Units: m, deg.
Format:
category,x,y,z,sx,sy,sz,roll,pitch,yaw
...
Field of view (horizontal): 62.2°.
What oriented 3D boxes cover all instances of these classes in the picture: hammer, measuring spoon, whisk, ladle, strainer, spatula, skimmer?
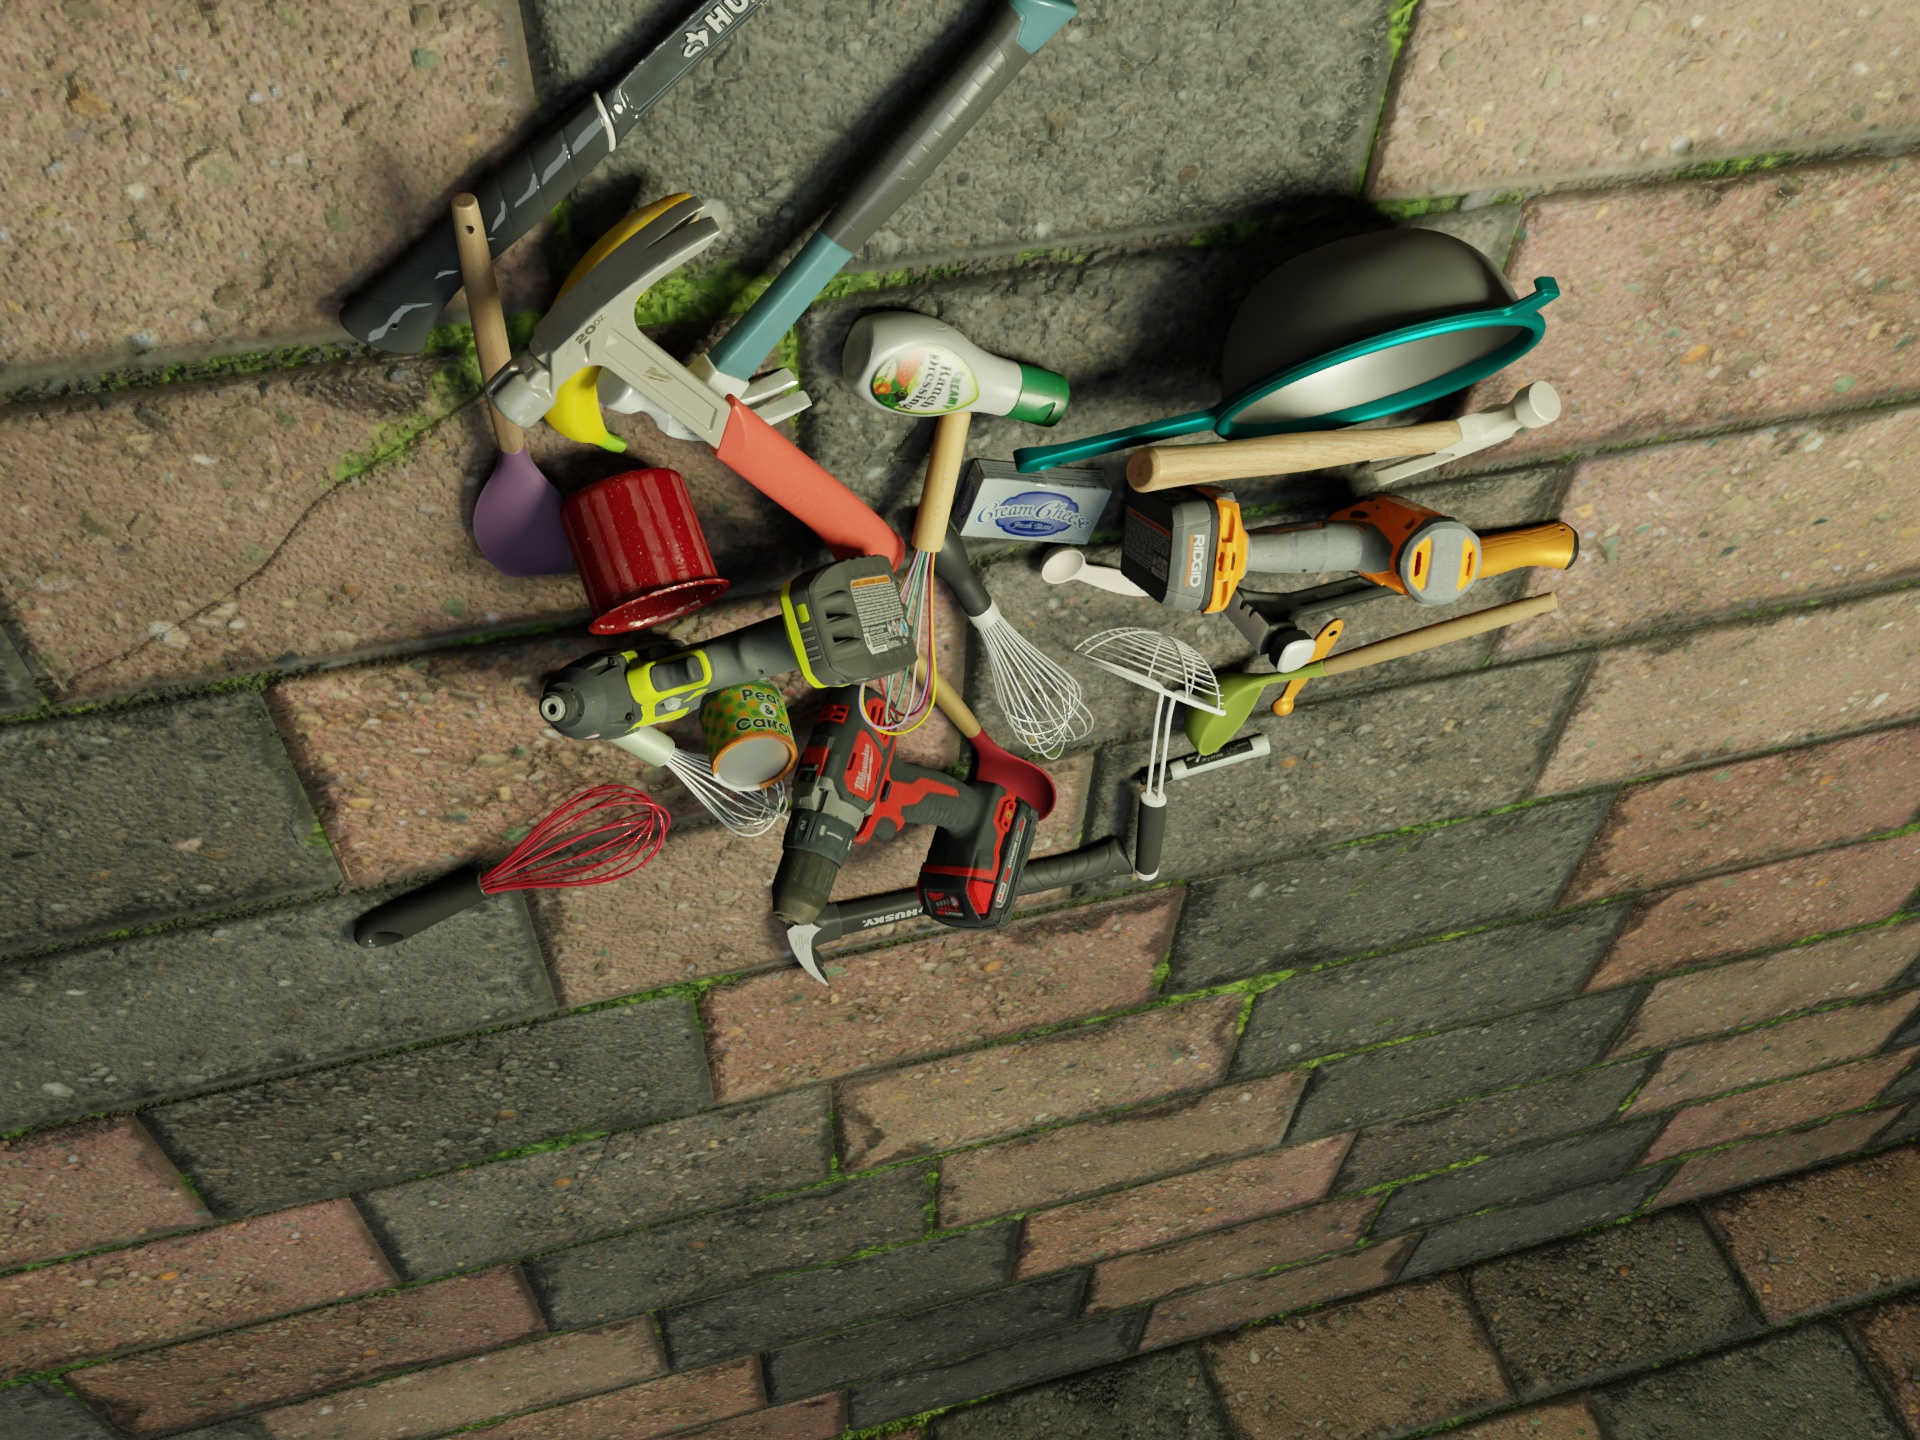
category,x,y,z,sx,sy,sz,roll,pitch,yaw
hammer,-0.116,-0.169,0.957,0.149,0.037,0.358,-38,154,10
measuring spoon,0.107,-0.114,1.214,0.124,0.018,0.034,9,134,-41
hammer,-0.173,-0.324,0.819,0.409,0.036,0.149,-34,139,18
whisk,-0.024,-0.099,1.098,0.051,0.047,0.244,-34,142,-59
whisk,0.030,-0.063,1.207,0.070,0.070,0.284,-27,137,8
hammer,-0.061,-0.283,0.899,0.331,0.033,0.128,-43,154,21
measuring spoon,0.303,-0.044,1.380,0.021,0.011,0.116,1,137,-25
hammer,0.251,-0.185,1.087,0.331,0.031,0.130,-11,175,-30
whisk,-0.359,0.122,1.259,0.296,0.073,0.073,-23,142,14
ladle,-0.002,-0.004,1.283,0.069,0.031,0.315,-15,142,20
whisk,-0.221,0.027,1.214,0.246,0.059,0.058,34,81,-42
hammer,0.353,-0.119,1.261,0.337,0.127,0.034,-13,139,-24
ladle,0.322,-0.039,1.279,0.320,0.062,0.078,-18,175,33
hammer,0.001,0.164,1.481,0.334,0.035,0.146,-11,140,-11
strainer,0.192,-0.241,1.021,0.340,0.095,0.211,-13,176,5
spatula,-0.269,-0.179,0.933,0.059,0.018,0.315,-7,150,-12
skimmer,0.153,0.049,1.343,0.090,0.127,0.363,-54,157,-32

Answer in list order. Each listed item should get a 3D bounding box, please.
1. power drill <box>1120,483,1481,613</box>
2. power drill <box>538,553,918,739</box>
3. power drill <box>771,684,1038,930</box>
category,x,y,z,sx,sy,sz,roll,pitch,yaw
power drill,0.236,-0.131,1.151,0.226,0.164,0.084,-1,108,-12
power drill,-0.155,-0.039,1.046,0.223,0.080,0.171,-16,-177,17
power drill,-0.049,0.097,1.256,0.080,0.188,0.226,-1,155,43
